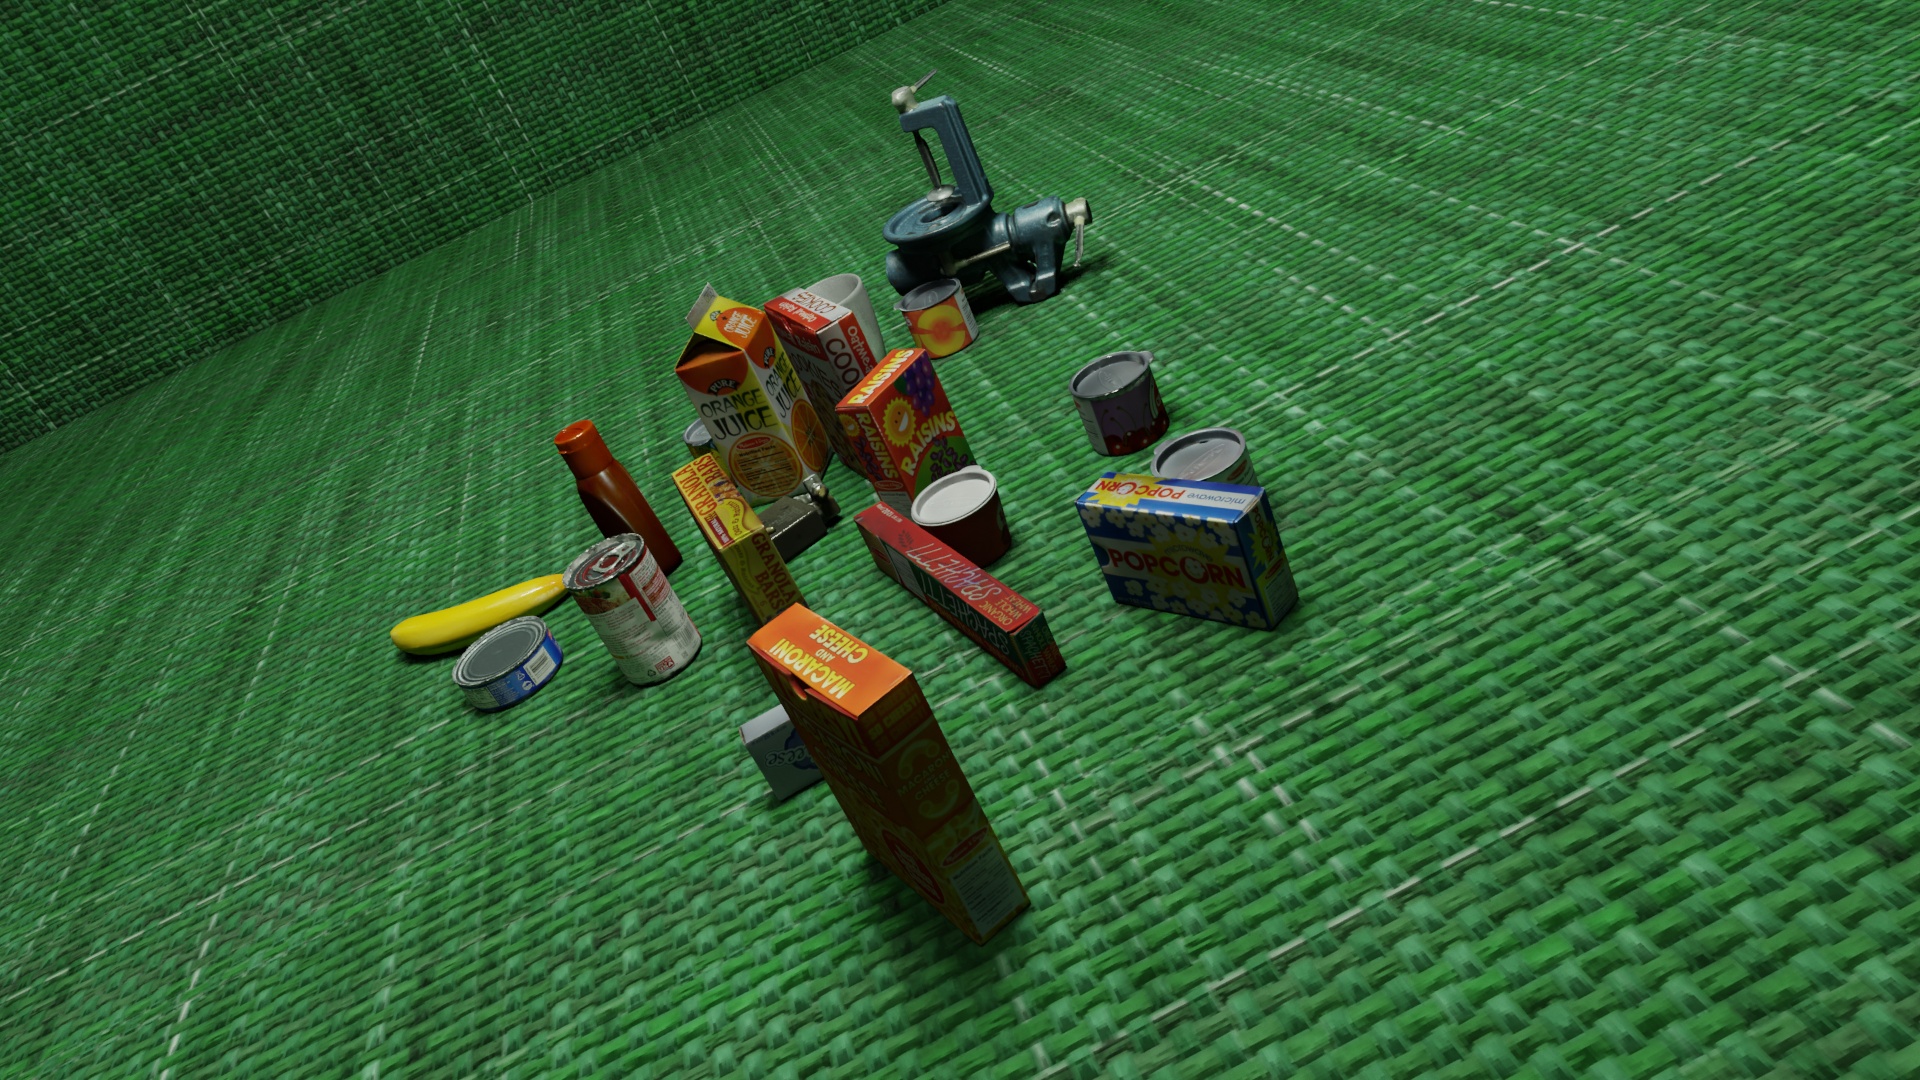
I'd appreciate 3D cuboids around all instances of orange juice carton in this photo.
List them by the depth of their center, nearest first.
[{"bbox_3d":[-0.190,-0.132,1.238,0.073,0.192,0.072,-14,31,20],"label":"orange juice carton"}]

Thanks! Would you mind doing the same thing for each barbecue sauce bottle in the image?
[{"bbox_3d":[-0.301,-0.034,1.208,0.065,0.148,0.044,6,42,43],"label":"barbecue sauce bottle"}]

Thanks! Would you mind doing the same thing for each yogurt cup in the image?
[{"bbox_3d":[0.004,-0.013,1.043,0.072,0.053,0.073,-19,30,11],"label":"yogurt cup"}]

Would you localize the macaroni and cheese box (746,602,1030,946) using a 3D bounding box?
[{"bbox_3d":[-0.040,0.124,0.742,0.040,0.165,0.124,-37,31,-20],"label":"macaroni and cheese box"}]

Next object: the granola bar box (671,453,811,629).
[{"bbox_3d":[-0.158,0.017,1.045,0.039,0.123,0.166,-31,30,-10],"label":"granola bar box"}]

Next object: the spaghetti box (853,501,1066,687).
[{"bbox_3d":[-0.007,0.033,0.982,0.029,0.050,0.250,-34,31,-15],"label":"spaghetti box"}]

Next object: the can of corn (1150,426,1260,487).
[{"bbox_3d":[0.169,-0.036,0.953,0.071,0.058,0.071,-19,30,11],"label":"can of corn"}]

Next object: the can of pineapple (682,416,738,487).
[{"bbox_3d":[-0.225,-0.088,1.331,0.071,0.057,0.071,-19,30,11],"label":"can of pineapple"}]

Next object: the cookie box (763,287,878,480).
[{"bbox_3d":[-0.099,-0.127,1.188,0.040,0.166,0.123,-34,30,-15],"label":"cookie box"}]

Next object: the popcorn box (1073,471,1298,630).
[{"bbox_3d":[0.143,0.005,0.879,0.126,0.085,0.038,9,44,45],"label":"popcorn box"}]

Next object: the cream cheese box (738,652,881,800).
[{"bbox_3d":[-0.084,0.120,0.896,0.104,0.053,0.024,-28,29,-6],"label":"cream cheese box"}]

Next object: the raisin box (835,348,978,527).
[{"bbox_3d":[-0.040,-0.080,1.113,0.040,0.123,0.086,3,40,40],"label":"raisin box"}]

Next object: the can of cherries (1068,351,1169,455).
[{"bbox_3d":[0.129,-0.109,1.100,0.071,0.058,0.072,-19,30,11],"label":"can of cherries"}]

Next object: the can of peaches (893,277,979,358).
[{"bbox_3d":[-0.023,-0.222,1.395,0.071,0.058,0.071,-19,30,11],"label":"can of peaches"}]
